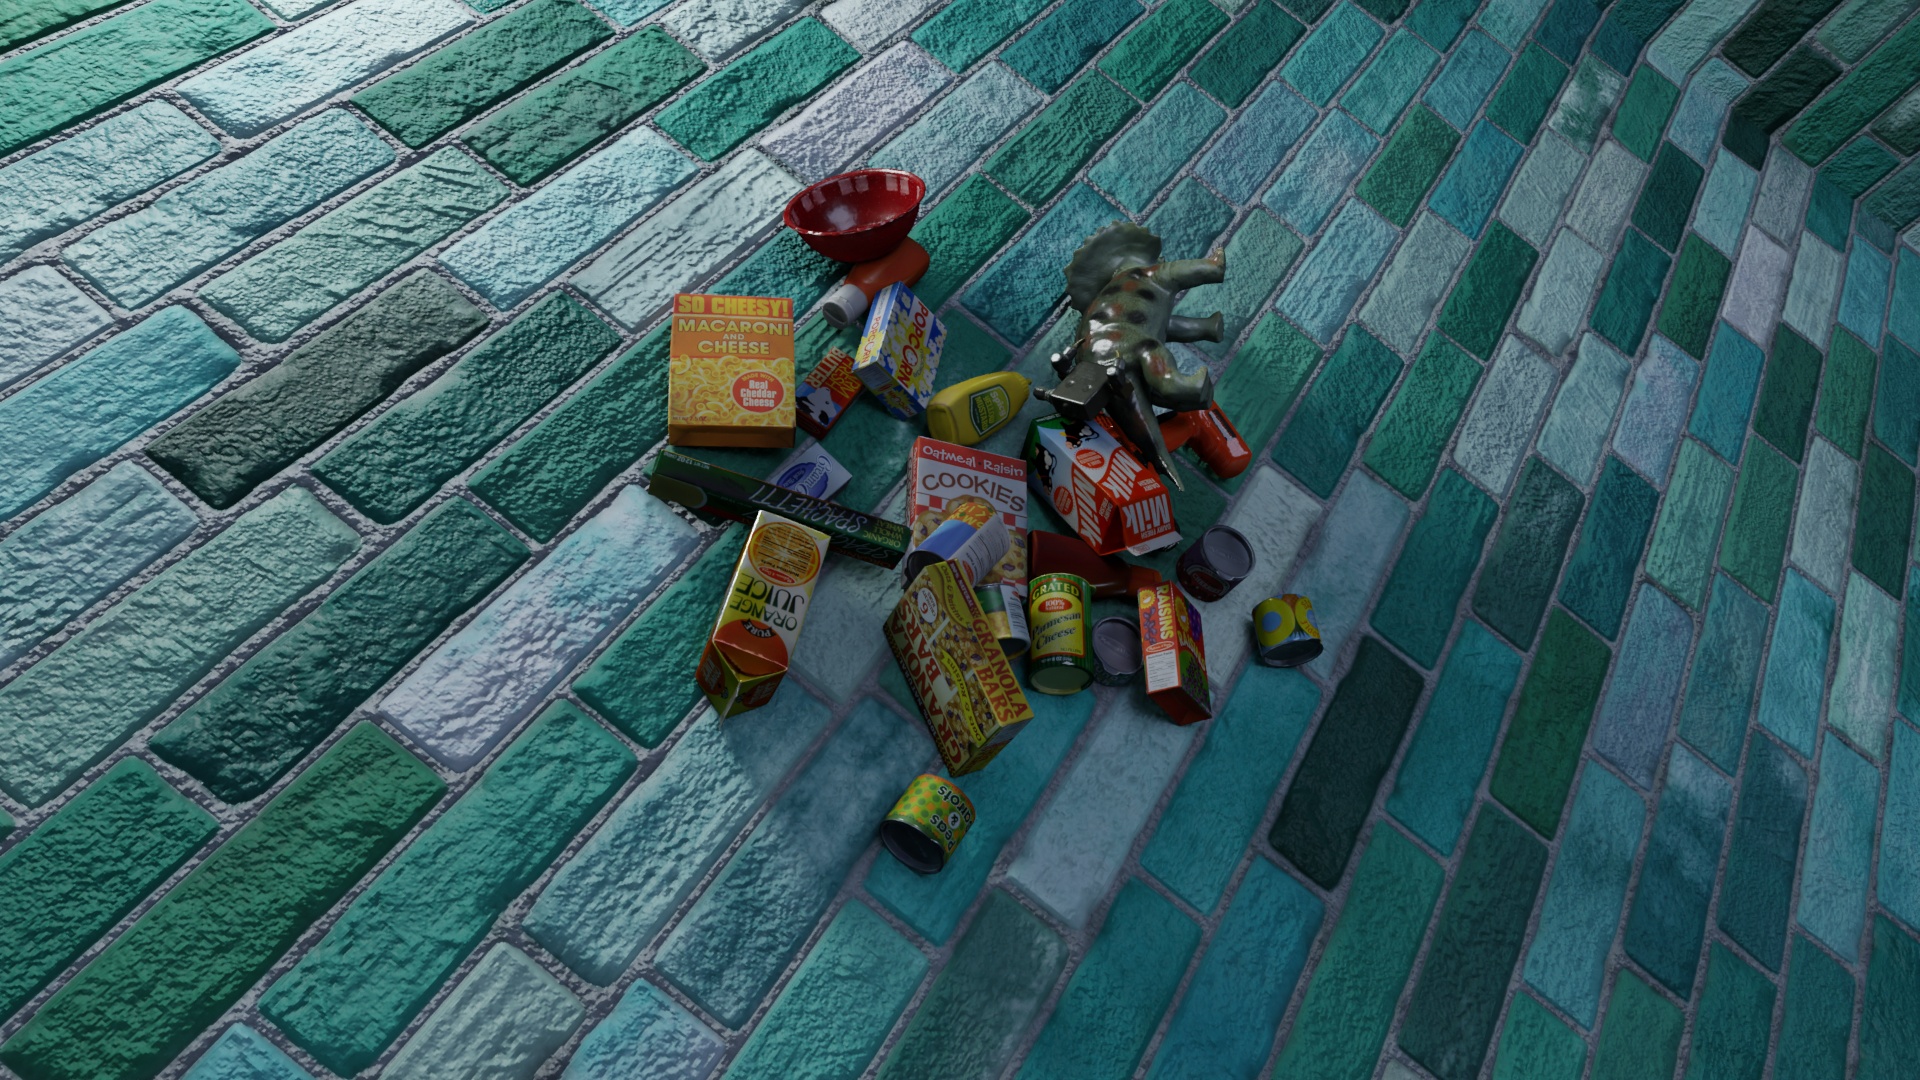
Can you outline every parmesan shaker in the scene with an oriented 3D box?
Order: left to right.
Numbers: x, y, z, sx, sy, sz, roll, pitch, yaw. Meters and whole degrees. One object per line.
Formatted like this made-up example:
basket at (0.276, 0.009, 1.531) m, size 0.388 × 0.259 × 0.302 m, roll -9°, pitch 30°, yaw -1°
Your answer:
parmesan shaker at (0.101, 0.093, 1.375) m, size 0.071 × 0.071 × 0.103 m, roll 12°, pitch 55°, yaw -18°

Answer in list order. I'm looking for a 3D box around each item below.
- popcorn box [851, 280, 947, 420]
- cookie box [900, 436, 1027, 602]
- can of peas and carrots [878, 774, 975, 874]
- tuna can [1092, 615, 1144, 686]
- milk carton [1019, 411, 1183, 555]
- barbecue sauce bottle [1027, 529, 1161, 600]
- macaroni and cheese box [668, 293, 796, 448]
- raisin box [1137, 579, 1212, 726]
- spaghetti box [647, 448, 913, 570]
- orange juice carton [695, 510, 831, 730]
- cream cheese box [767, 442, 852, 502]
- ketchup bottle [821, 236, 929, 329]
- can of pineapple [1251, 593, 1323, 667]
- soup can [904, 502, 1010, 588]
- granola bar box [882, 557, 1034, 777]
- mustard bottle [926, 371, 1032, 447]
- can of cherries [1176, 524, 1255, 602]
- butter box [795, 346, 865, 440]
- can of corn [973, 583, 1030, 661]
popcorn box at (-0.064, -0.205, 1.490) m, size 0.085 × 0.038 × 0.127 m, roll 43°, pitch 44°, yaw -34°
cookie box at (0.005, -0.018, 1.422) m, size 0.123 × 0.040 × 0.168 m, roll 12°, pitch 56°, yaw -17°
can of peas and carrots at (-0.027, 0.247, 1.214) m, size 0.071 × 0.070 × 0.059 m, roll 38°, pitch 51°, yaw 2°
tuna can at (0.155, 0.114, 1.410) m, size 0.071 × 0.032 × 0.071 m, roll 12°, pitch 55°, yaw -18°
milk carton at (0.148, -0.052, 1.456) m, size 0.072 × 0.073 × 0.191 m, roll -18°, pitch 51°, yaw -34°
barbecue sauce bottle at (0.137, 0.033, 1.448) m, size 0.149 × 0.043 × 0.065 m, roll 13°, pitch 55°, yaw -18°
macaroni and cheese box at (-0.229, -0.171, 1.399) m, size 0.124 × 0.040 × 0.167 m, roll 1°, pitch 57°, yaw -10°
raisin box at (0.217, 0.114, 1.410) m, size 0.086 × 0.040 × 0.124 m, roll 42°, pitch 39°, yaw -46°
spaghetti box at (-0.169, -0.028, 1.310) m, size 0.250 × 0.050 × 0.029 m, roll 18°, pitch 63°, yaw -10°
orange juice carton at (-0.183, 0.075, 1.253) m, size 0.073 × 0.071 × 0.194 m, roll 22°, pitch 52°, yaw -11°
cream cheese box at (-0.159, -0.048, 1.375) m, size 0.053 × 0.024 × 0.104 m, roll 42°, pitch 52°, yaw 3°
ketchup bottle at (-0.097, -0.288, 1.546) m, size 0.065 × 0.043 × 0.149 m, roll 34°, pitch 51°, yaw 9°
can of pineapple at (0.352, 0.096, 1.491) m, size 0.071 × 0.070 × 0.058 m, roll 6°, pitch 57°, yaw -22°
soup can at (-0.003, 0.012, 1.334) m, size 0.071 × 0.071 × 0.084 m, roll 41°, pitch 53°, yaw 4°
granola bar box at (-0.006, 0.118, 1.274) m, size 0.039 × 0.123 × 0.166 m, roll -13°, pitch 66°, yaw -31°
mustard bottle at (0.030, -0.151, 1.506) m, size 0.161 × 0.049 × 0.065 m, roll -33°, pitch 116°, yaw -41°
can of cherries at (0.276, 0.027, 1.507) m, size 0.071 × 0.058 × 0.072 m, roll 13°, pitch 55°, yaw -19°
butter box at (-0.138, -0.155, 1.453) m, size 0.053 × 0.024 × 0.104 m, roll 34°, pitch 51°, yaw 0°
can of corn at (0.029, 0.083, 1.352) m, size 0.071 × 0.070 × 0.058 m, roll 0°, pitch 60°, yaw -25°
